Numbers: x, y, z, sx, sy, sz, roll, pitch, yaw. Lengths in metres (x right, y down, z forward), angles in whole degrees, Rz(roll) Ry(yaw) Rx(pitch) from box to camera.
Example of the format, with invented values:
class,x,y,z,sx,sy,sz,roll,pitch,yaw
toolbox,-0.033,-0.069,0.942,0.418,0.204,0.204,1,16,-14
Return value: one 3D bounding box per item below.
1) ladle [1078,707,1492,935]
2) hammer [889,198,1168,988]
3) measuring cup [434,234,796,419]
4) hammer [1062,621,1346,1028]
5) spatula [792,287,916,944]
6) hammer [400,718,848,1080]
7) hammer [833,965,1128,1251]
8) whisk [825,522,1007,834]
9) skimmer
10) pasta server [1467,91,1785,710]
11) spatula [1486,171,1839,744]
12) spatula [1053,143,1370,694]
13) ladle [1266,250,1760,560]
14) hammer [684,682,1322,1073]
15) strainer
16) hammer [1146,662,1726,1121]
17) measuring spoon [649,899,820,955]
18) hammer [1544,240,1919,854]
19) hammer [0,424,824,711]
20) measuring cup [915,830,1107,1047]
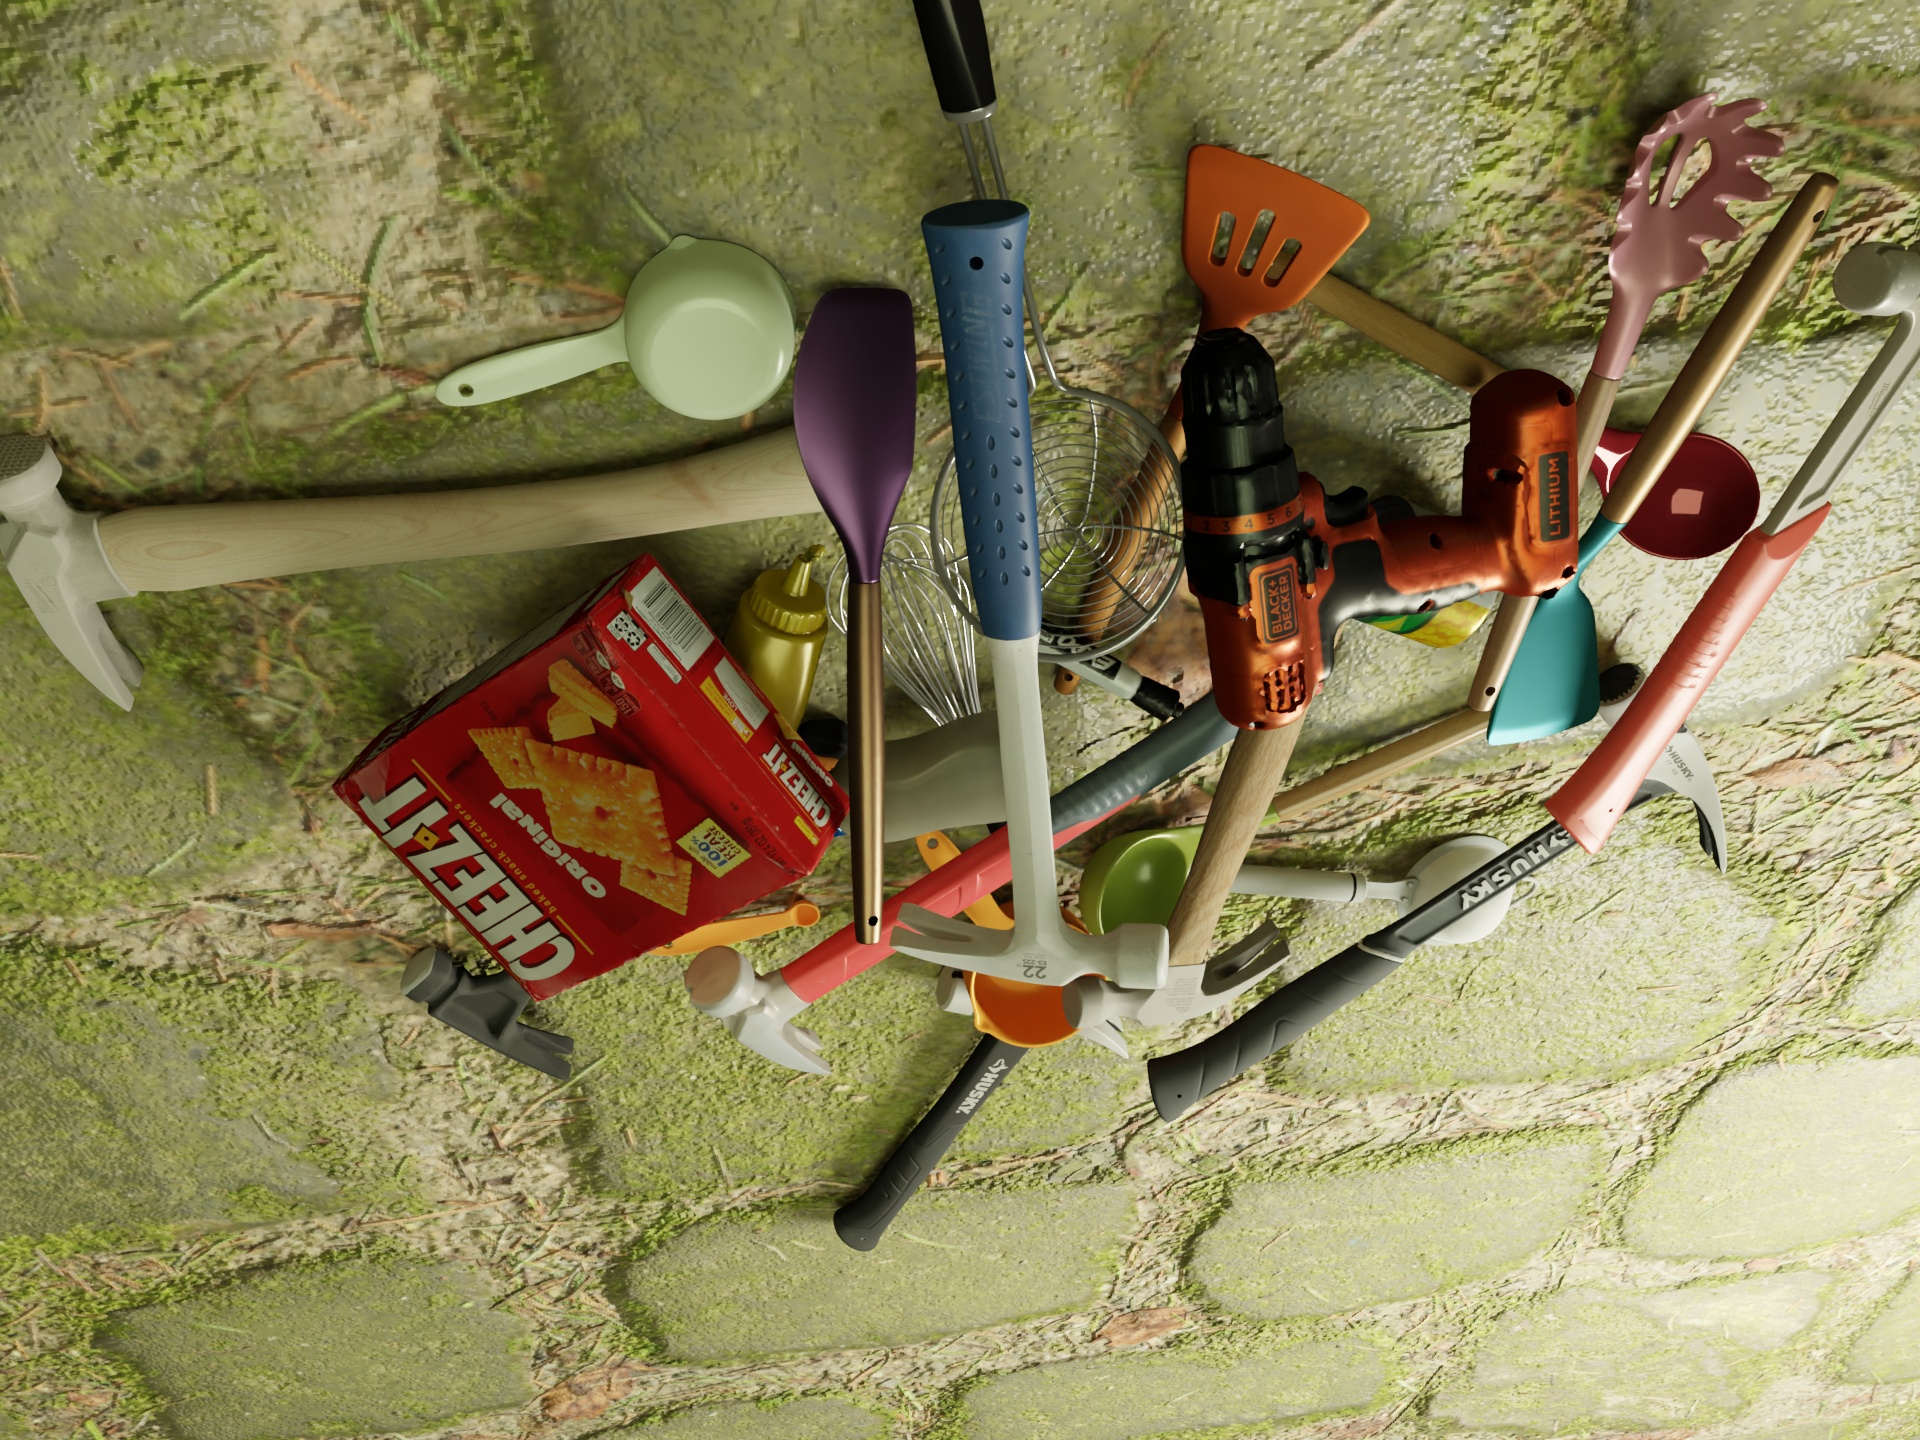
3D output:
class,x,y,z,sx,sy,sz,roll,pitch,yaw
ladle,0.217,0.051,0.949,0.320,0.062,0.078,-25,131,12
hammer,0.019,-0.031,0.733,0.144,0.035,0.405,1,125,11
measuring cup,-0.154,-0.157,0.703,0.167,0.038,0.083,-15,134,2
hammer,0.155,0.054,0.885,0.130,0.031,0.331,-2,131,-19
spatula,-0.047,-0.041,0.750,0.059,0.018,0.315,-7,108,-22
hammer,-0.181,0.105,0.951,0.337,0.034,0.127,-36,124,22
hammer,-0.008,0.295,1.161,0.146,0.035,0.334,15,129,-21
whisk,-0.002,-0.002,0.868,0.070,0.070,0.284,-18,138,8
skimmer,0.015,-0.185,0.665,0.127,0.090,0.362,-3,134,18
pasta server,0.300,-0.137,0.759,0.060,0.040,0.316,9,121,-2
spatula,0.340,-0.114,0.775,0.082,0.044,0.317,-11,141,-24
spatula,0.097,-0.125,0.772,0.081,0.041,0.322,23,132,3
ladle,0.272,-0.157,0.779,0.315,0.031,0.069,21,124,-23
hammer,0.037,0.079,0.912,0.386,0.038,0.143,-32,144,5
strainer,0.262,0.111,1.025,0.258,0.050,0.086,5,117,-9
hammer,0.284,0.136,0.997,0.409,0.036,0.149,-38,111,17
measuring spoon,-0.144,0.130,1.002,0.117,0.011,0.021,-13,125,9
hammer,0.416,-0.073,0.827,0.149,0.037,0.358,-2,130,-29
hammer,-0.234,-0.088,0.761,0.410,0.038,0.146,-7,135,-3
measuring cup,0.021,0.124,0.997,0.095,0.052,0.173,-36,107,2
